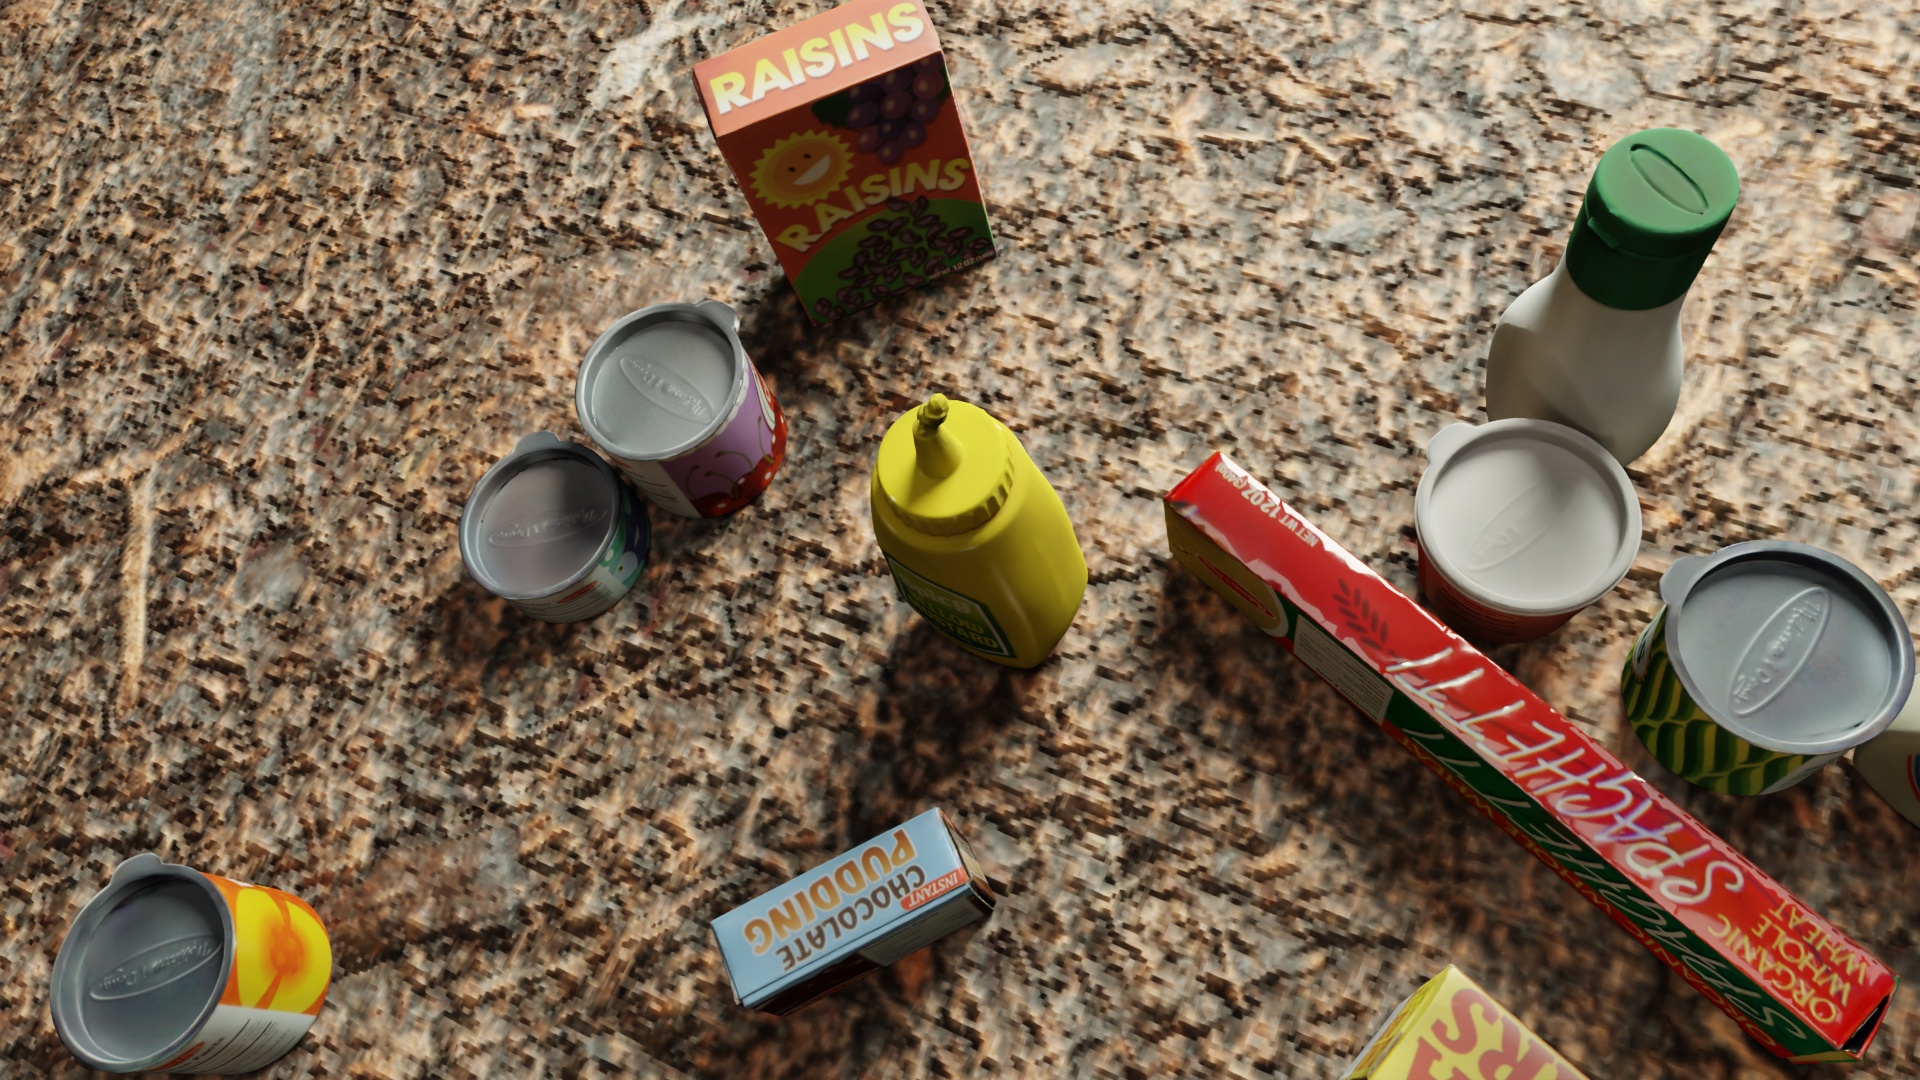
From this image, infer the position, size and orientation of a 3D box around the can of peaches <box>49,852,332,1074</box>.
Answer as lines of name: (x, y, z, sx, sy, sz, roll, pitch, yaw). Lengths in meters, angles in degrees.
can of peaches: (-0.265, 0.148, 0.484, 0.071, 0.058, 0.071, -4, 67, 9)

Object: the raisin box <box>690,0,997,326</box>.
raisin box: (-0.039, -0.143, 0.529, 0.086, 0.123, 0.040, -21, 65, 2)

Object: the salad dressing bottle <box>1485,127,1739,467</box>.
salad dressing bottle: (0.202, -0.068, 0.437, 0.044, 0.147, 0.064, -31, 65, -2)

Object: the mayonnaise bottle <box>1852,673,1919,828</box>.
mayonnaise bottle: (0.298, 0.049, 0.368, 0.065, 0.147, 0.041, 38, 79, 23)

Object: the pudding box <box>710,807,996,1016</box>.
pudding box: (-0.034, 0.123, 0.455, 0.084, 0.049, 0.030, -27, 65, -1)

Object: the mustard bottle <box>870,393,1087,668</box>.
mustard bottle: (0.002, -0.006, 0.442, 0.065, 0.159, 0.049, 26, 75, 20)

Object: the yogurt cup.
yogurt cup: (0.184, 0.001, 0.462, 0.072, 0.053, 0.072, -4, 67, 9)

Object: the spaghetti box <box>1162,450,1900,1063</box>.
spaghetti box: (0.166, 0.063, 0.441, 0.029, 0.050, 0.250, -44, 66, -9)

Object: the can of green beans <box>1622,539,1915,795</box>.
can of green beans: (0.247, 0.041, 0.431, 0.071, 0.057, 0.071, -4, 67, 9)

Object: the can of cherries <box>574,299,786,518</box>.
can of cherries: (-0.104, -0.051, 0.538, 0.071, 0.058, 0.072, -4, 67, 9)

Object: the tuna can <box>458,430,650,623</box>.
tuna can: (-0.158, -0.005, 0.543, 0.071, 0.032, 0.071, -4, 67, 9)

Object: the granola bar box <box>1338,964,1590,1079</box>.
granola bar box: (0.173, 0.184, 0.347, 0.166, 0.124, 0.039, 40, 80, 23)
